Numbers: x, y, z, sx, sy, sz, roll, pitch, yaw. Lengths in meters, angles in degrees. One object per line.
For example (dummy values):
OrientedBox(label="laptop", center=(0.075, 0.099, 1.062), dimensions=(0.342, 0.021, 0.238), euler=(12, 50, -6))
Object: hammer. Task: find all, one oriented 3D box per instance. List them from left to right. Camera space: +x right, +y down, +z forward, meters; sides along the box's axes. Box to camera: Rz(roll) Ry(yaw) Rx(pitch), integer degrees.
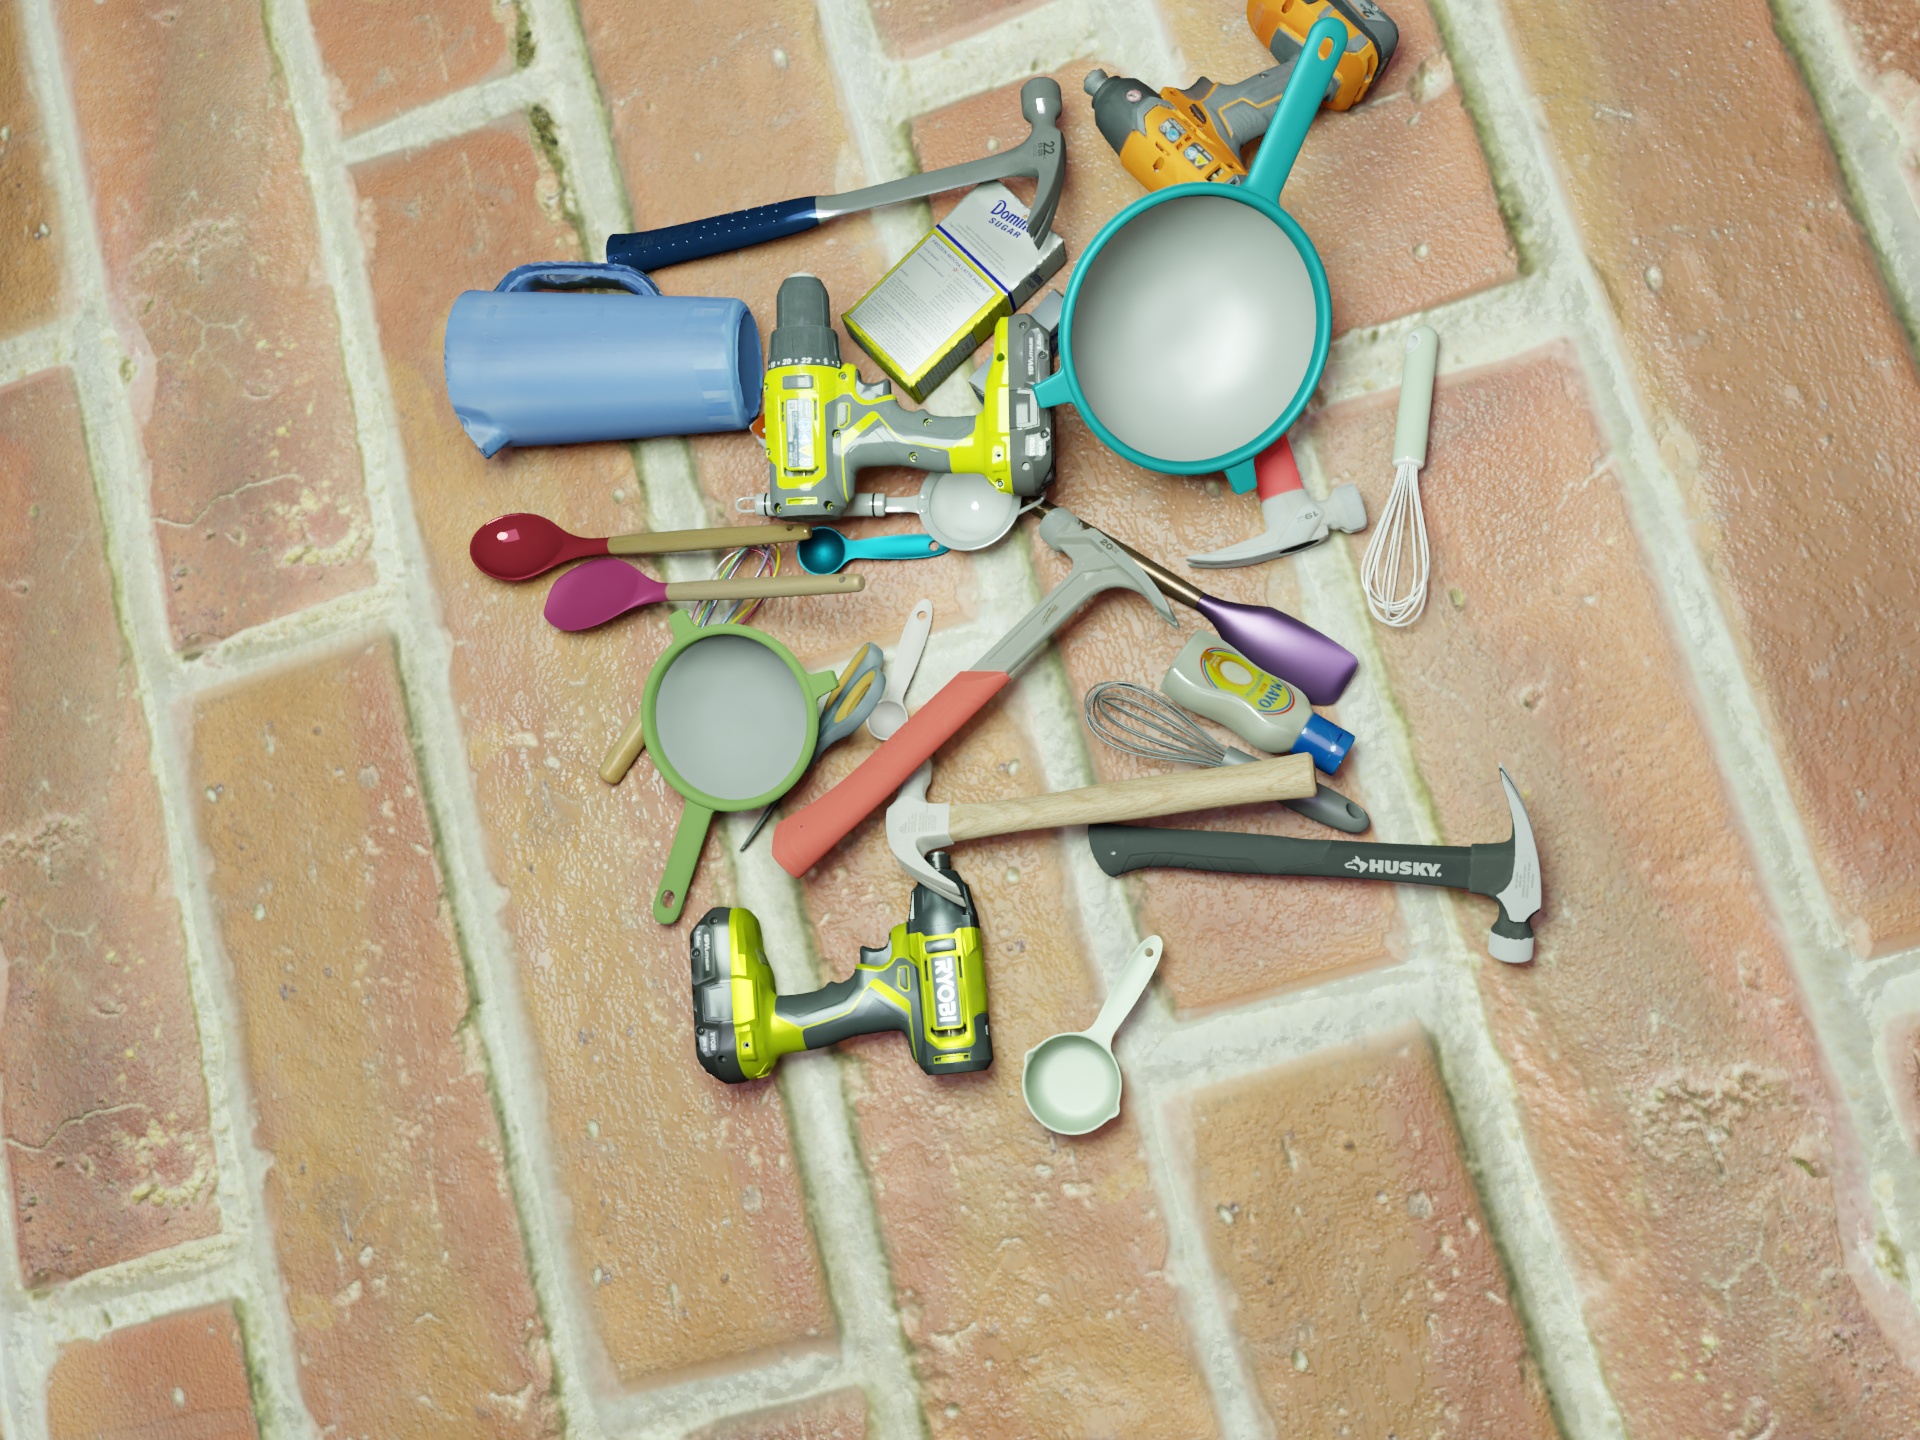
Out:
OrientedBox(label="hammer", center=(-0.109, -0.425, 1.330), dimensions=(0.405, 0.035, 0.144), euler=(-8, 70, 16))
OrientedBox(label="hammer", center=(-0.002, -0.004, 1.235), dimensions=(0.359, 0.036, 0.149), euler=(-43, 55, 1))
OrientedBox(label="hammer", center=(0.103, 0.066, 1.210), dimensions=(0.331, 0.031, 0.130), euler=(-8, 53, 14))
OrientedBox(label="hammer", center=(0.202, -0.314, 1.286), dimensions=(0.143, 0.038, 0.386), euler=(-17, 79, 9))
OrientedBox(label="hammer", center=(0.262, 0.098, 1.201), dimensions=(0.335, 0.035, 0.146), euler=(3, 108, 15))

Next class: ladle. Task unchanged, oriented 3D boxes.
OrientedBox(label="ladle", center=(-0.268, -0.149, 1.325), dimensions=(0.315, 0.031, 0.069), euler=(-1, 62, 20))

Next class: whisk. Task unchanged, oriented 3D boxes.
OrientedBox(label="whisk", center=(-0.226, -0.050, 1.322), dimensions=(0.047, 0.051, 0.245), euler=(35, 92, 7))
OrientedBox(label="whisk", center=(0.205, 0.032, 1.232), dimensions=(0.239, 0.055, 0.055), euler=(25, 87, 8))
OrientedBox(label="whisk", center=(0.350, -0.192, 1.243), dimensions=(0.059, 0.058, 0.246), euler=(13, 80, -23))

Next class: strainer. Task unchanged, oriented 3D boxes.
OrientedBox(label="strainer", center=(-0.194, 0.044, 1.299), dimensions=(0.151, 0.069, 0.256), euler=(22, 102, 12))
OrientedBox(label="strainer", center=(-0.058, -0.177, 1.301), dimensions=(0.258, 0.050, 0.087), euler=(1, 75, 7))
OrientedBox(label="strainer", center=(0.191, -0.355, 1.194), dimensions=(0.211, 0.095, 0.340), euler=(20, 102, -18))

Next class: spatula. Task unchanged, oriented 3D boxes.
OrientedBox(label="spatula", center=(0.168, -0.106, 1.272), dimensions=(0.316, 0.018, 0.059), euler=(33, 102, 13))

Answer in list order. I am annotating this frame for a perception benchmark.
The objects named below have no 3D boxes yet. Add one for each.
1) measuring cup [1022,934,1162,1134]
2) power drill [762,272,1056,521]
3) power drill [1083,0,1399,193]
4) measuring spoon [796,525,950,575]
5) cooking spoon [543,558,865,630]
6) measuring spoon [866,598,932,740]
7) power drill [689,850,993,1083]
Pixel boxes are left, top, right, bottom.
OrientedBox(label="measuring cup", center=(0.110, 0.239, 1.224), dimensions=(0.083, 0.038, 0.167), euler=(30, 86, 13))
OrientedBox(label="power drill", center=(-0.042, -0.256, 1.242), dimensions=(0.228, 0.080, 0.190), euler=(-1, 91, 6))
OrientedBox(label="power drill", center=(0.216, -0.506, 1.263), dimensions=(0.226, 0.084, 0.164), euler=(-43, 84, -10))
OrientedBox(label="measuring spoon", center=(-0.071, -0.141, 1.324), dimensions=(0.128, 0.021, 0.042), euler=(-3, 82, 0))
OrientedBox(label="cooking spoon", center=(-0.215, -0.105, 1.293), dimensions=(0.319, 0.017, 0.069), euler=(0, 64, 29))
OrientedBox(label="measuring spoon", center=(-0.045, -0.041, 1.305), dimensions=(0.034, 0.018, 0.124), euler=(15, 78, 12))
OrientedBox(label="power drill", center=(-0.092, 0.198, 1.248), dimensions=(0.223, 0.080, 0.171), euler=(-7, 76, 6))
